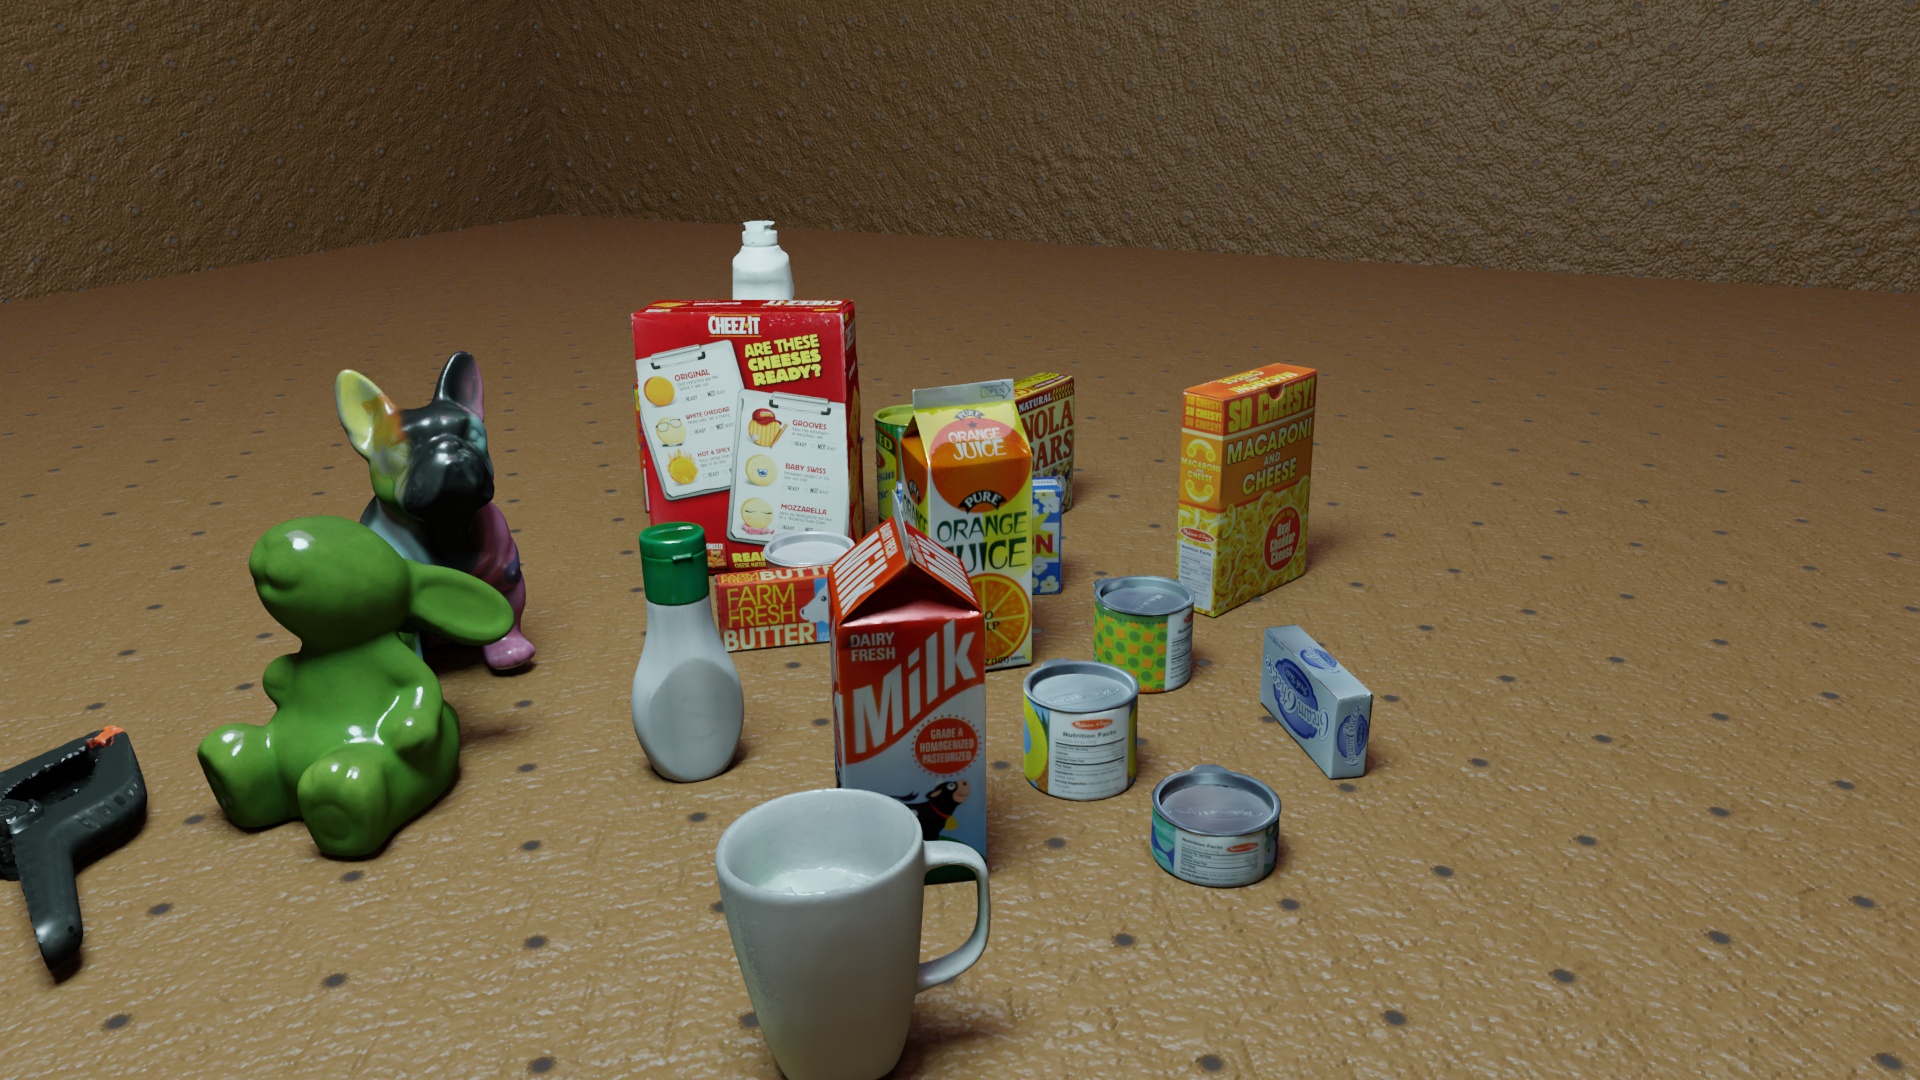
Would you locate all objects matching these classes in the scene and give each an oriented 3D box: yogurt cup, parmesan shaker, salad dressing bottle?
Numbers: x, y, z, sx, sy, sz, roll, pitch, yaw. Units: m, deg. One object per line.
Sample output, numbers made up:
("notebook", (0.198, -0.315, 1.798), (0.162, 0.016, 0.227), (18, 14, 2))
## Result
("yogurt cup", (-0.110, 0.029, 1.027), (0.072, 0.053, 0.072), (-1, 20, 0))
("parmesan shaker", (-0.039, -0.059, 1.194), (0.071, 0.102, 0.071), (-1, 20, 0))
("salad dressing bottle", (-0.159, 0.064, 0.797), (0.064, 0.147, 0.044), (-10, 22, -25))

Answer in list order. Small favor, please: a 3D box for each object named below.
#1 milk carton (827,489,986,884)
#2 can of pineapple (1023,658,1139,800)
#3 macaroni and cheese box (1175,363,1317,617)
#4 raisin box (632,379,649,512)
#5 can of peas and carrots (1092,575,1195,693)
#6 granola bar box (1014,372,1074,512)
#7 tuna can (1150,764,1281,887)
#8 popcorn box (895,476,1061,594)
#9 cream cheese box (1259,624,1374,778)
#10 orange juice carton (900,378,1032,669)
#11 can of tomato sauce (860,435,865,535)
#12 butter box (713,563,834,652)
("milk carton", (-0.028, 0.074, 0.700), (0.073, 0.189, 0.072), (-4, 20, -8))
("can of pineapple", (0.069, 0.108, 0.799), (0.071, 0.057, 0.071), (-1, 20, 0))
("macaroni and cheese box", (0.216, -0.040, 1.042), (0.124, 0.165, 0.040), (-19, 27, -41))
("raisin box", (-0.262, -0.096, 1.275), (0.040, 0.123, 0.086), (3, 20, 12))
("can of peas and carrots", (0.119, 0.061, 0.923), (0.071, 0.058, 0.071), (-1, 20, 0))
("granola bar box", (0.039, -0.066, 1.181), (0.039, 0.123, 0.166), (13, 24, 33))
("tuna can", (0.132, 0.148, 0.723), (0.071, 0.032, 0.071), (-1, 20, 0))
("popcorn box", (0.014, -0.003, 1.064), (0.127, 0.085, 0.038), (-2, 20, -3))
("cream cheese box", (0.212, 0.095, 0.835), (0.024, 0.053, 0.104), (-5, 20, -11))
("orange juice carton", (0.003, -0.012, 0.933), (0.072, 0.192, 0.073), (-7, 20, -16))
("can of tomato sauce", (-0.114, -0.044, 1.186), (0.071, 0.082, 0.071), (-1, 20, 0))
("butter box", (-0.120, 0.047, 0.981), (0.104, 0.053, 0.024), (-5, 20, -11))
